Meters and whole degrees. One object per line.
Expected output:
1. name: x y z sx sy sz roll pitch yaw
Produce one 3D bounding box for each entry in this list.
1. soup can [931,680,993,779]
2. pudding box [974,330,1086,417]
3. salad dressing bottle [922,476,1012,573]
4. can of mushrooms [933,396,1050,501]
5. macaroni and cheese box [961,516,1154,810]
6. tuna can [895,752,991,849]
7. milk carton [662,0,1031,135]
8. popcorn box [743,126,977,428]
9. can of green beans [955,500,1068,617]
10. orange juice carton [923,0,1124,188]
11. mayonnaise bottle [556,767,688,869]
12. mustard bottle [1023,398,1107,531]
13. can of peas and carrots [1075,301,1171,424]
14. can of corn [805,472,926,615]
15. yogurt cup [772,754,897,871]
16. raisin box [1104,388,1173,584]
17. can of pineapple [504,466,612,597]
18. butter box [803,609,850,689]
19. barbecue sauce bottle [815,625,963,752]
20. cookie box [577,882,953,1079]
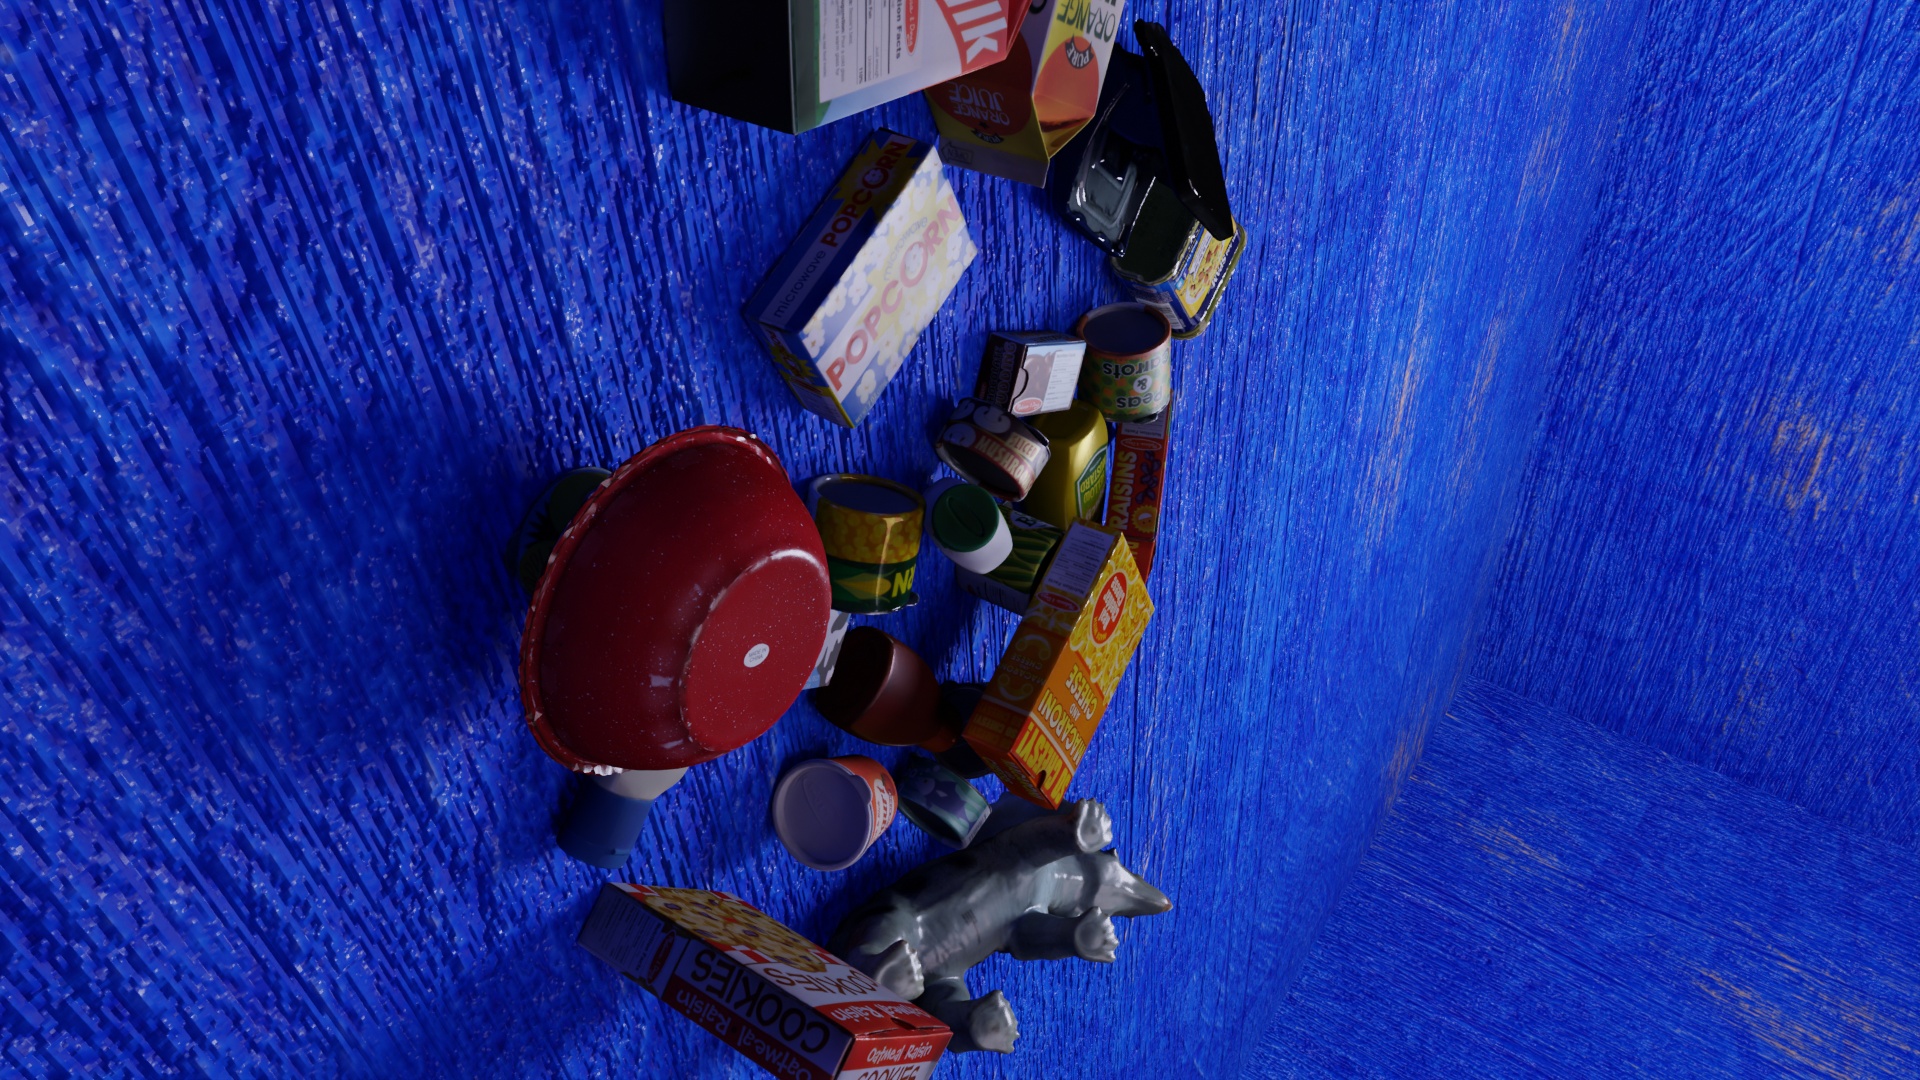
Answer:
1. soup can: 0.023 0.131 1.002 0.084 0.071 0.071 5 106 -62
2. pudding box: 0.046 -0.109 0.898 0.084 0.030 0.049 -16 125 -56
3. salad dressing bottle: 0.003 -0.010 0.814 0.044 0.064 0.147 -42 179 -1
4. can of mushrooms: 0.020 -0.055 0.849 0.033 0.071 0.071 -57 151 -15
5. macaroni and cheese box: 0.071 0.086 0.939 0.167 0.040 0.123 -62 151 -18
6. tuna can: -0.016 0.182 0.971 0.033 0.071 0.070 -53 149 -24
7. milk carton: -0.037 -0.241 0.607 0.191 0.072 0.073 -37 140 -43
8. popcorn box: -0.048 -0.132 0.704 0.127 0.038 0.085 -58 151 -17
9. can of green beans: 0.039 0.015 0.948 0.071 0.058 0.071 -41 143 -41
10. orange juice carton: 0.038 -0.282 0.708 0.073 0.072 0.192 -11 120 -58
11. mayonnaise bottle: -0.152 0.086 0.681 0.064 0.041 0.148 25 89 -57
12. mustard bottle: 0.077 -0.026 0.993 0.065 0.049 0.159 -50 148 -34
13. can of peas and carrots: 0.114 -0.123 0.965 0.071 0.071 0.058 -46 145 -35
14. can of corn: -0.053 0.001 0.761 0.071 0.071 0.058 -20 126 -55
15. yogurt cup: -0.074 0.163 0.854 0.054 0.072 0.072 -7 117 -68
16. raisin box: 0.130 -0.041 1.026 0.085 0.040 0.124 84 15 -67
17. can of pineapple: -0.151 0.009 0.605 0.071 0.058 0.070 -41 143 -40
18. butter box: -0.103 0.057 0.764 0.103 0.024 0.053 -1 110 -61
19. barbecue sauce bottle: -0.039 0.104 0.892 0.065 0.044 0.148 -62 153 -9
20. cookie box: -0.102 0.239 0.746 0.040 0.167 0.123 -65 153 -6
